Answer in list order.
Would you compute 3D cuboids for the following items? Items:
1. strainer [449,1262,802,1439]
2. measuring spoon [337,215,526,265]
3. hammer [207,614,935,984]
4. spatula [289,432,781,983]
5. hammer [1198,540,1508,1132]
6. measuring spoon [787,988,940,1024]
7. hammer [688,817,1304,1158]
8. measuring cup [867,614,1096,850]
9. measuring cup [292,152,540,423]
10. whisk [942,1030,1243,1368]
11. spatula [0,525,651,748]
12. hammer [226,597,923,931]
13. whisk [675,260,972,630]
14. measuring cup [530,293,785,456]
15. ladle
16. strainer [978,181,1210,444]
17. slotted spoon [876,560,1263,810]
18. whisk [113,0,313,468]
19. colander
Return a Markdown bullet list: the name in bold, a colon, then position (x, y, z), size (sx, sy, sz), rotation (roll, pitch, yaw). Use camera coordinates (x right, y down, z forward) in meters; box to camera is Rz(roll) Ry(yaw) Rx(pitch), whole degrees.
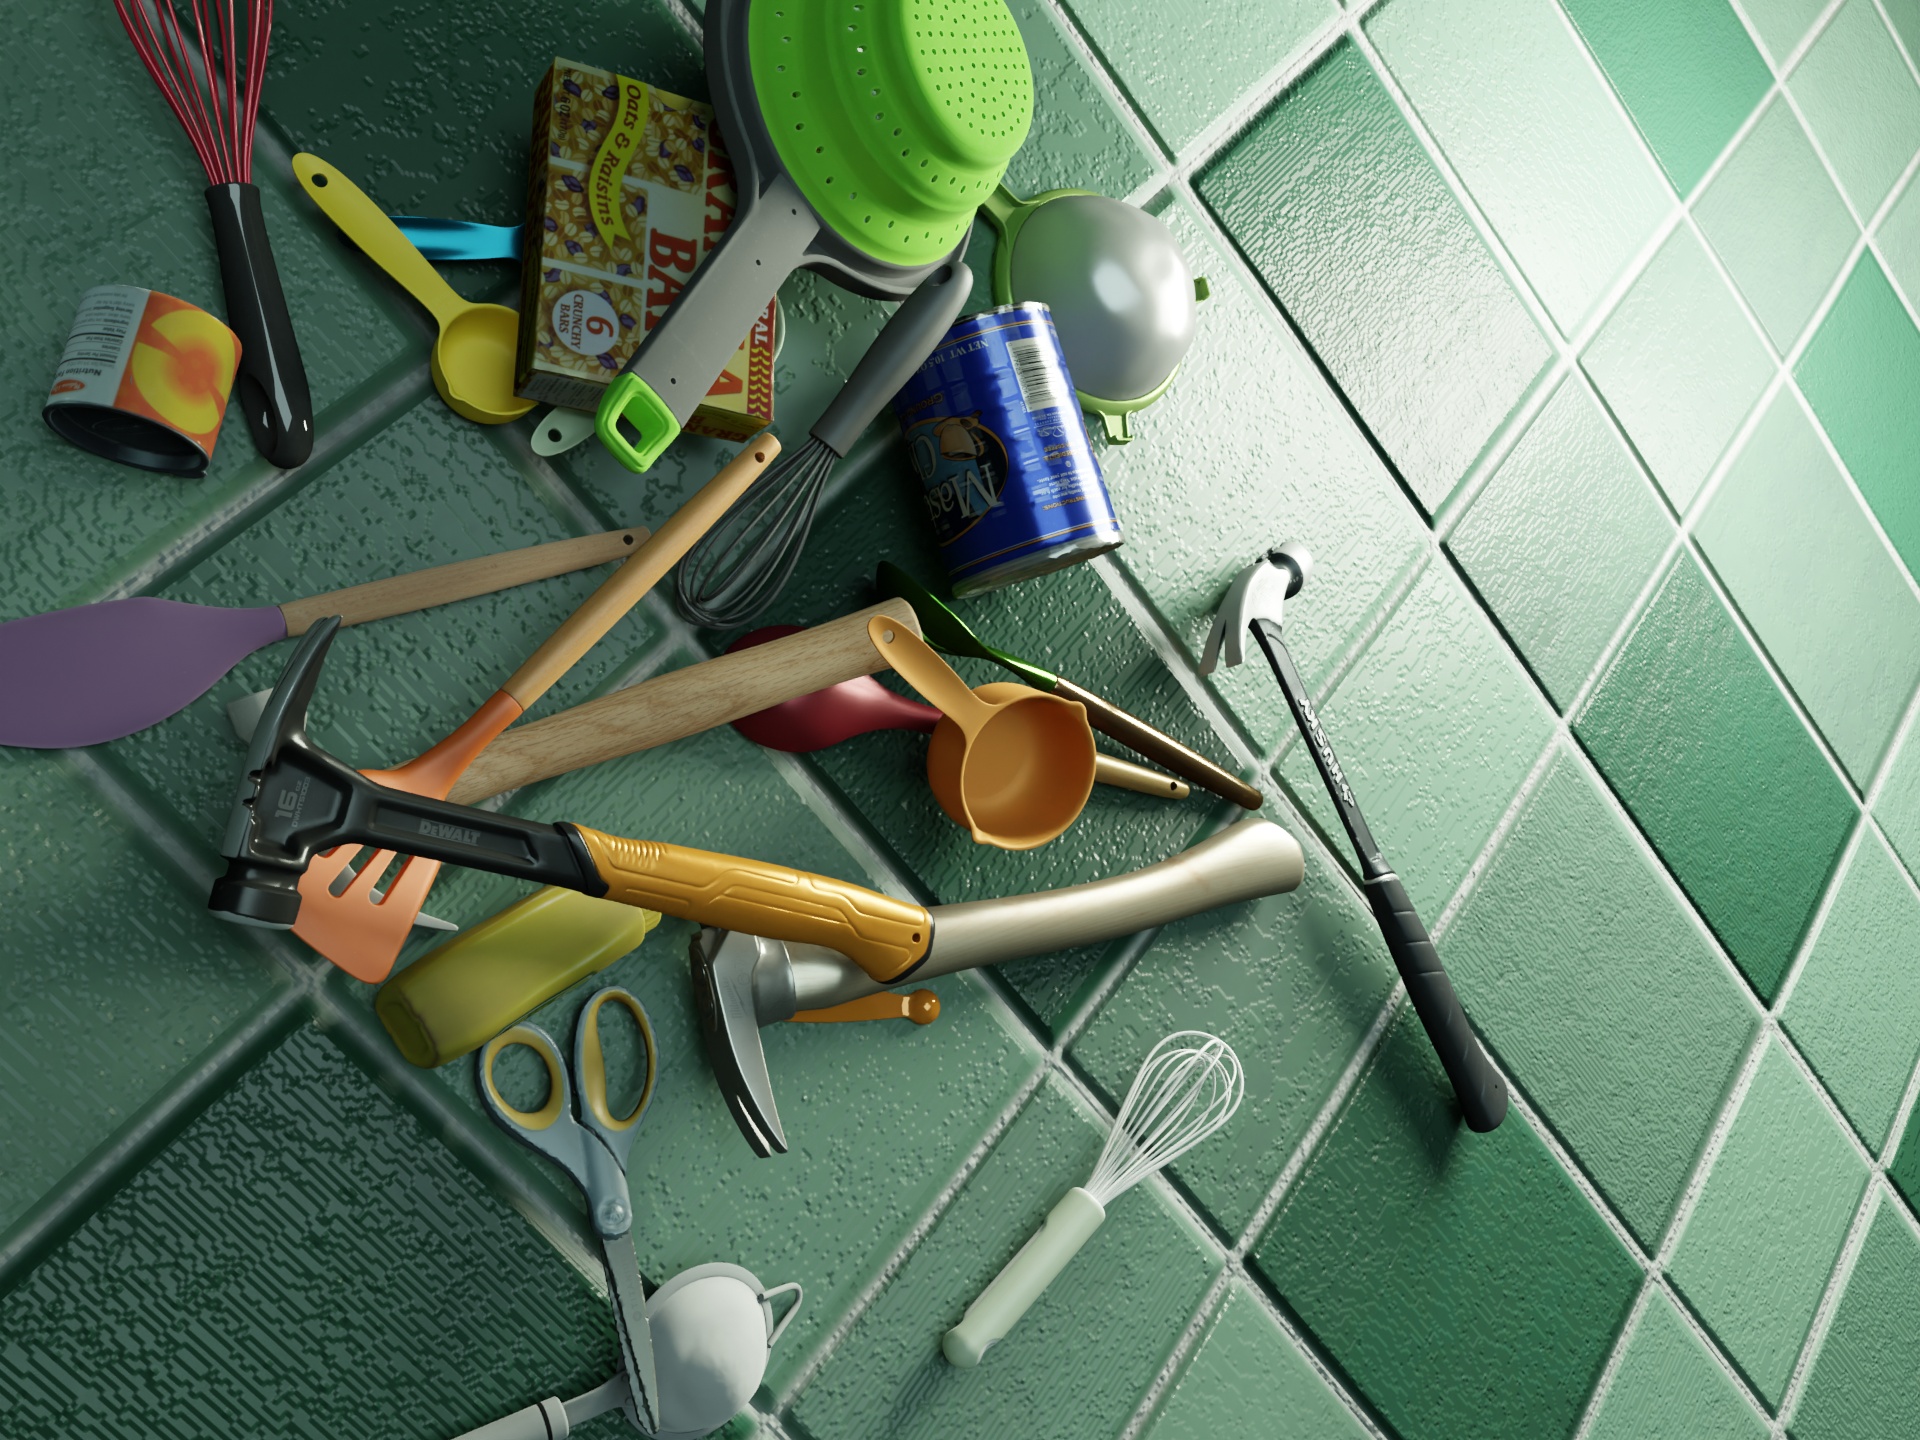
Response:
- **strainer**: position (-0.178, 0.319, 0.726), size (0.258, 0.050, 0.087), rotation (-13, 102, -30)
- **measuring spoon**: position (-0.247, -0.241, 0.805), size (0.128, 0.021, 0.042), rotation (-4, 97, -24)
- **hammer**: position (-0.149, 0.060, 0.719), size (0.336, 0.034, 0.127), rotation (19, 78, -35)
- **spatula**: position (-0.186, -0.026, 0.729), size (0.081, 0.041, 0.323), rotation (49, 66, -21)
- **hammer**: position (0.265, 0.090, 1.032), size (0.149, 0.036, 0.409), rotation (-39, 106, -51)
- **measuring spoon**: position (-0.060, 0.151, 0.846), size (0.116, 0.011, 0.021), rotation (8, 76, -31)
- **hammer**: position (0.044, 0.123, 0.894), size (0.410, 0.038, 0.146), rotation (-7, 76, -34)
- **measuring cup**: position (-0.001, -0.003, 0.854), size (0.173, 0.052, 0.095), rotation (44, 79, -30)
- **measuring cup**: position (-0.267, -0.210, 0.778), size (0.156, 0.029, 0.062), rotation (47, 61, -13)
- **whisk**: position (0.076, 0.266, 0.895), size (0.059, 0.057, 0.246), rotation (39, 60, 19)
- **spatula**: position (-0.288, -0.050, 0.738), size (0.316, 0.018, 0.060), rotation (-19, 92, -32)
- **hammer**: position (-0.165, 0.004, 0.776), size (0.331, 0.031, 0.130), rotation (-20, 94, -25)
- **whisk**: position (-0.068, -0.145, 0.833), size (0.055, 0.055, 0.239), rotation (38, 88, -21)
- **measuring cup**: position (-0.164, -0.183, 0.831), size (0.167, 0.038, 0.083), rotation (-45, 104, -27)
- **ladle**: position (0.009, 0.009, 0.910), size (0.315, 0.031, 0.069), rotation (15, 78, -31)
- **strainer**: position (0.061, -0.303, 0.974), size (0.256, 0.069, 0.151), rotation (40, 63, -22)
- **slotted spoon**: position (0.072, -0.010, 0.940), size (0.313, 0.070, 0.031), rotation (28, 90, -31)
- **whisk**: position (-0.337, -0.261, 0.726), size (0.073, 0.073, 0.296), rotation (-12, 93, -33)
- **colander**: position (-0.057, -0.271, 0.789), size (0.204, 0.094, 0.397), rotation (49, 49, -31)
